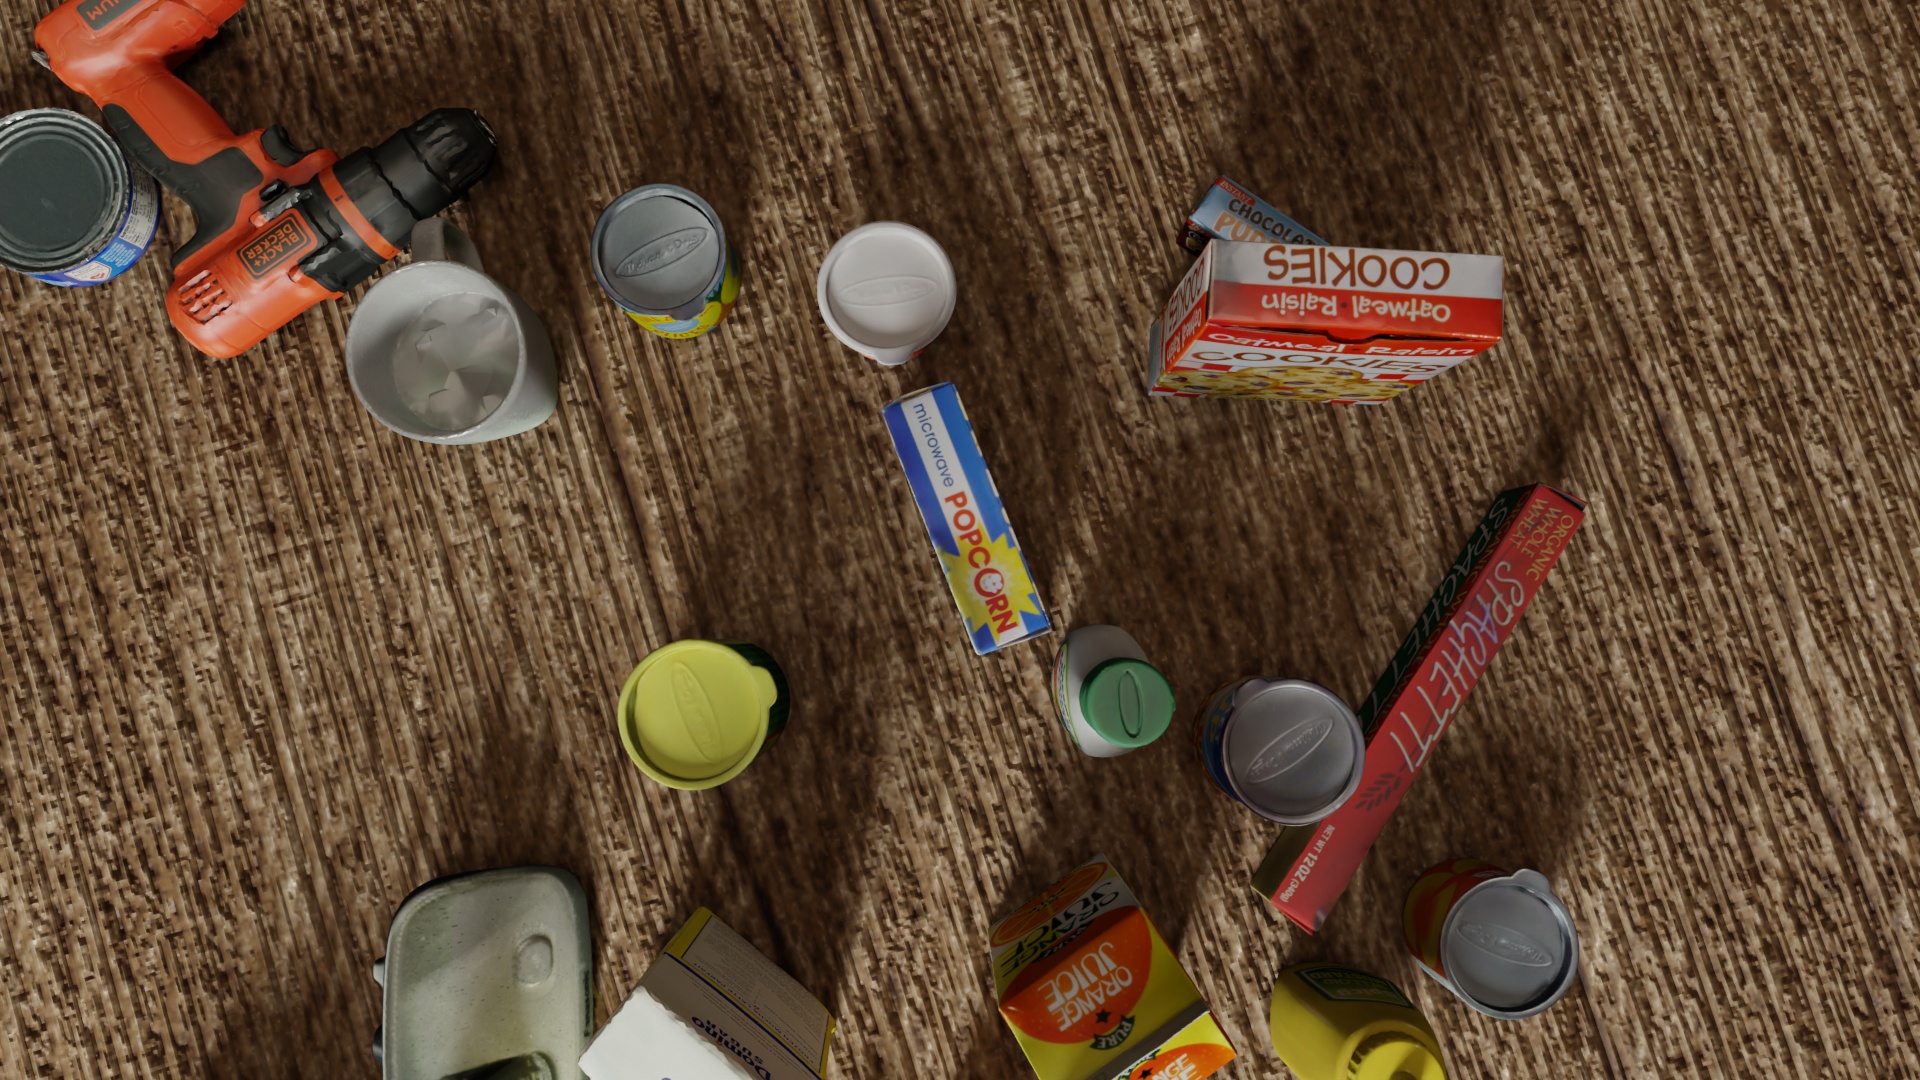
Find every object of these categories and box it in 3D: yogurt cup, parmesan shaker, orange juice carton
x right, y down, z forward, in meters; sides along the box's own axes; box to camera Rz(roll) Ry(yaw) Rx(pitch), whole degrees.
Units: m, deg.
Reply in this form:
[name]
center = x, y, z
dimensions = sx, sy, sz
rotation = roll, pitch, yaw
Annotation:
[yogurt cup]
center = -0.036, -0.121, 0.702
dimensions = 0.072, 0.054, 0.072
rotation = 0, 86, -1
[parmesan shaker]
center = -0.115, 0.079, 0.660
dimensions = 0.071, 0.103, 0.071
rotation = 0, 86, -1
[orange juice carton]
center = 0.063, 0.200, 0.609
dimensions = 0.072, 0.192, 0.073
rotation = -34, 87, -3

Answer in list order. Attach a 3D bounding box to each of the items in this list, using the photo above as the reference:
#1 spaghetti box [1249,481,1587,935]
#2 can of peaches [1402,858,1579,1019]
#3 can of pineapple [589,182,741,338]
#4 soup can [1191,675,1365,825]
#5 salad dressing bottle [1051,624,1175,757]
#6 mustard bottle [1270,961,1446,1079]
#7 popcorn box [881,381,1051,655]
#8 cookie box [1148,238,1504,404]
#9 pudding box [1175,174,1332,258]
[spaghetti box]
center = 0.227, 0.080, 0.692
dimensions = 0.029, 0.050, 0.250
rotation = 34, 86, 2
[can of peaches]
center = 0.258, 0.191, 0.680
dimensions = 0.071, 0.058, 0.071
rotation = 0, 86, -1
[can of pineapple]
center = -0.146, -0.137, 0.699
dimensions = 0.071, 0.058, 0.071
rotation = 0, 86, -1
[soup can]
center = 0.150, 0.096, 0.673
dimensions = 0.071, 0.083, 0.071
rotation = 0, 86, -1
[salad dressing bottle]
center = 0.069, 0.071, 0.641
dimensions = 0.044, 0.147, 0.064
rotation = -5, 86, -1
[mustard bottle]
center = 0.184, 0.230, 0.624
dimensions = 0.065, 0.160, 0.049
rotation = 5, 86, 0
[popcorn box]
center = 0.002, -0.008, 0.678
dimensions = 0.038, 0.085, 0.126
rotation = -21, 86, -2
[cookie box]
center = 0.160, -0.096, 0.646
dimensions = 0.123, 0.167, 0.040
rotation = 3, 86, -1
[pudding box]
center = 0.155, -0.147, 0.709
dimensions = 0.084, 0.049, 0.030
rotation = 34, 86, 2
